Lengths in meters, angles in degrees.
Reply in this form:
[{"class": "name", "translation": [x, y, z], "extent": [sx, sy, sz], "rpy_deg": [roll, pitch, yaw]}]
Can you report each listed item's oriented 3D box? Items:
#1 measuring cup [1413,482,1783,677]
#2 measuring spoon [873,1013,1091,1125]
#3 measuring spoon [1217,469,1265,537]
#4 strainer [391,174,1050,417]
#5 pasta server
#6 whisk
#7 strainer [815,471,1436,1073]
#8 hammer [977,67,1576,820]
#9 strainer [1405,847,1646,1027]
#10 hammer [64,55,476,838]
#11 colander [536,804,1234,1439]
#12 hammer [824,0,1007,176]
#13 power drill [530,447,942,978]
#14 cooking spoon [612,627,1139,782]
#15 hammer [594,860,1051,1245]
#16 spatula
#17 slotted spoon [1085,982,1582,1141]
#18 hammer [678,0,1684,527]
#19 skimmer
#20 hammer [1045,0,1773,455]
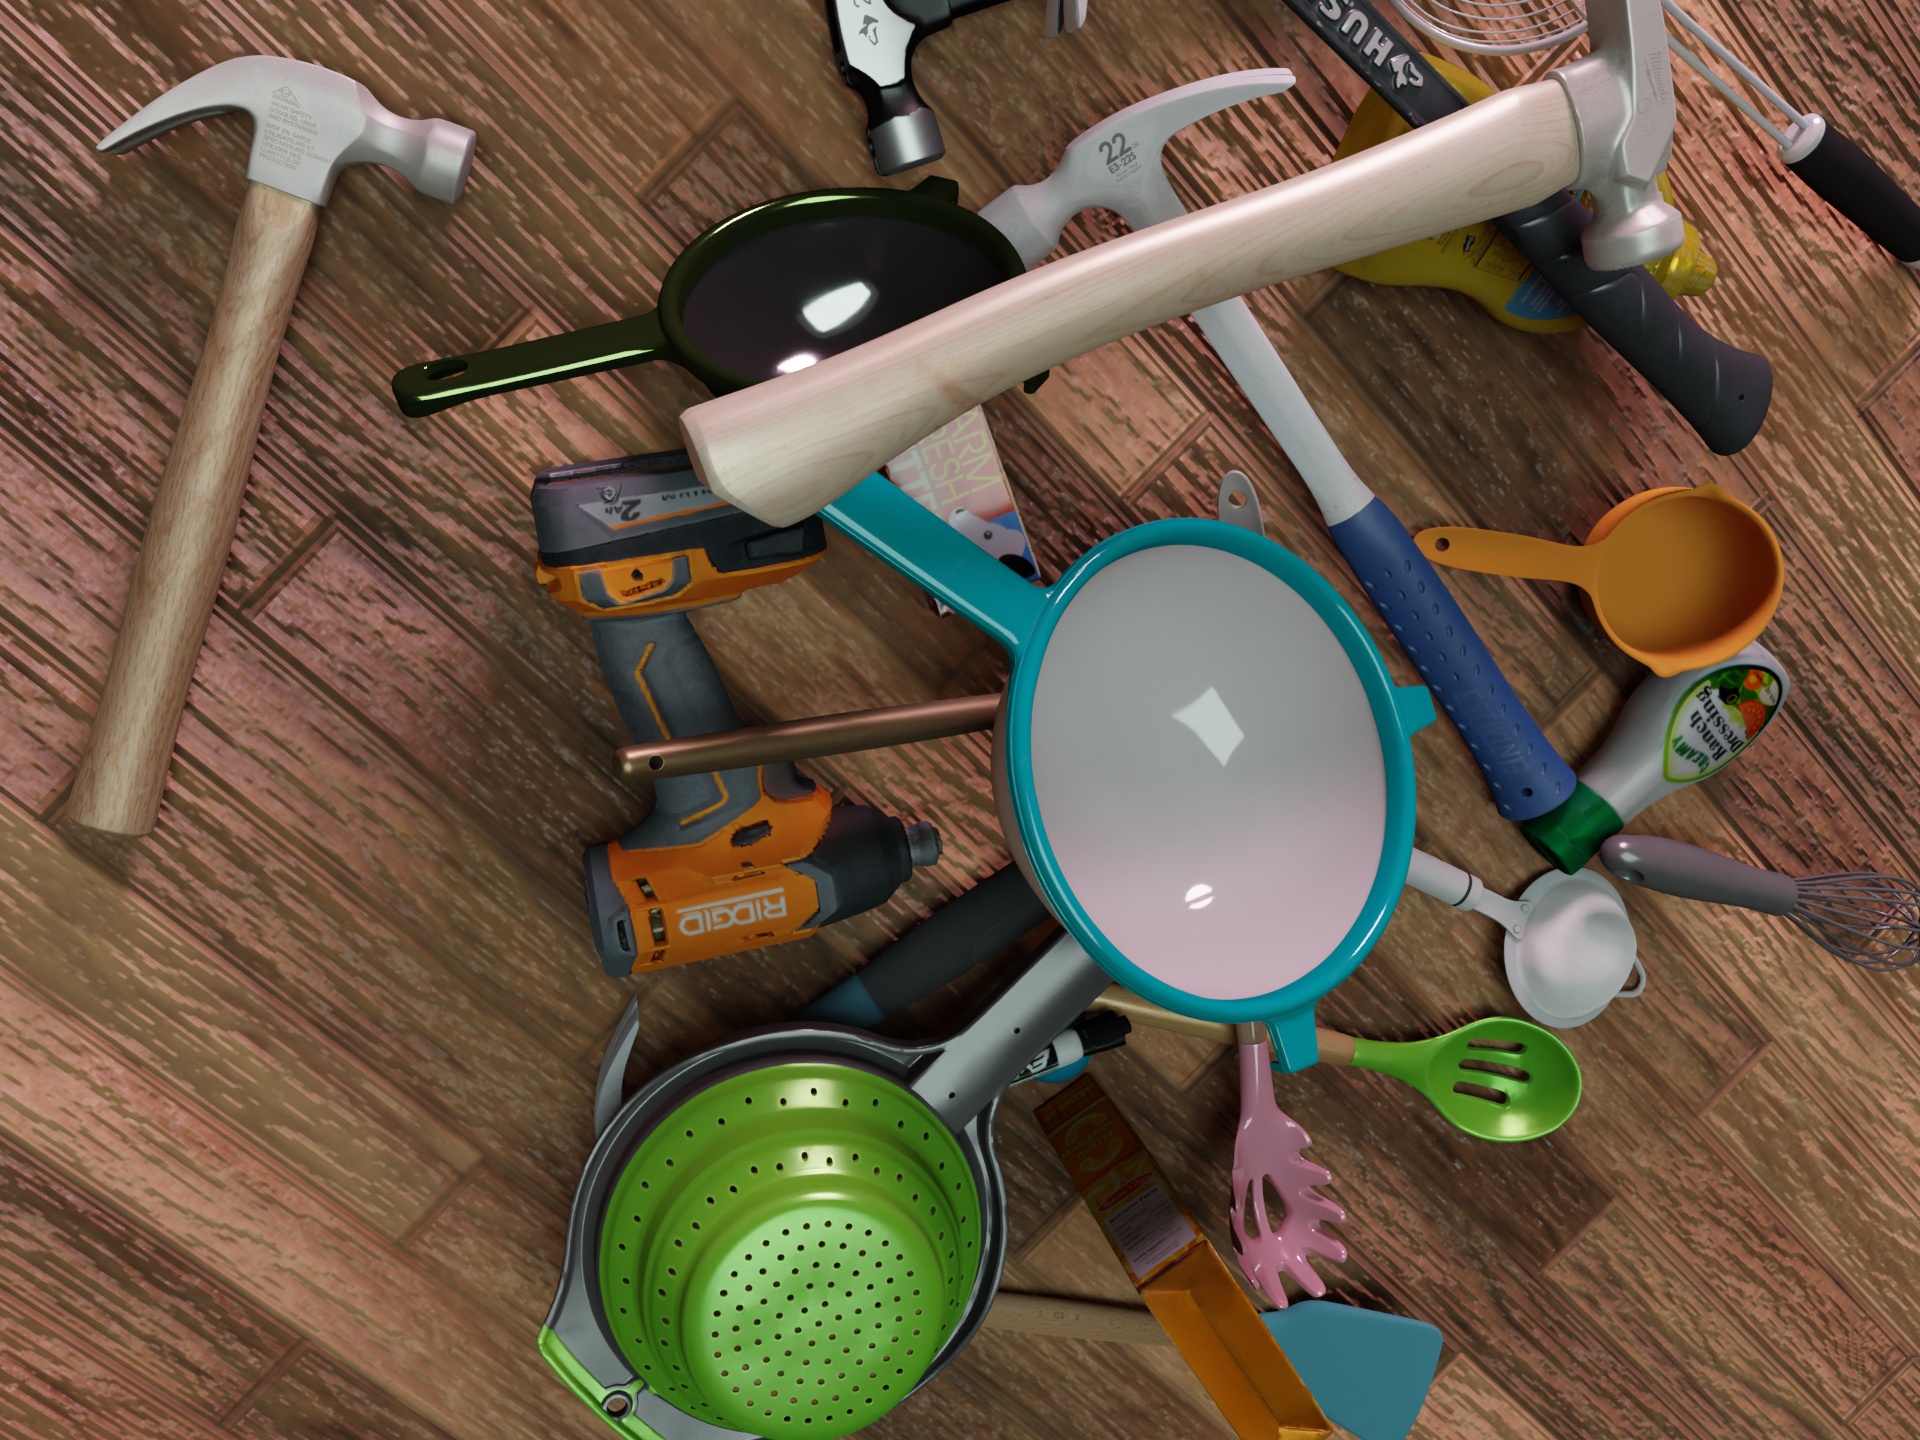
[{"class": "measuring cup", "translation": [0.312, -0.079, 0.794], "extent": [0.173, 0.052, 0.095], "rpy_deg": [10, 104, 8]}, {"class": "measuring spoon", "translation": [0.009, 0.182, 0.800], "extent": [0.128, 0.021, 0.042], "rpy_deg": [-21, 106, -8]}, {"class": "measuring spoon", "translation": [0.138, -0.065, 0.758], "extent": [0.034, 0.018, 0.124], "rpy_deg": [-4, 122, 16]}, {"class": "strainer", "translation": [-0.097, -0.142, 0.658], "extent": [0.256, 0.152, 0.069], "rpy_deg": [-14, 140, -8]}, {"class": "pasta server", "translation": [0.146, 0.134, 0.789], "extent": [0.060, 0.040, 0.316], "rpy_deg": [-10, 99, -20]}, {"class": "whisk", "translation": [0.430, 0.092, 0.842], "extent": [0.238, 0.055, 0.055], "rpy_deg": [14, 100, -22]}, {"class": "strainer", "translation": [0.040, -0.009, 0.673], "extent": [0.340, 0.095, 0.211], "rpy_deg": [34, 65, -18]}, {"class": "hammer", "translation": [0.182, -0.110, 0.745], "extent": [0.144, 0.035, 0.405], "rpy_deg": [-31, 113, 22]}, {"class": "strainer", "translation": [0.270, 0.094, 0.827], "extent": [0.258, 0.050, 0.087], "rpy_deg": [25, 81, -13]}, {"class": "hammer", "translation": [-0.314, -0.108, 0.660], "extent": [0.130, 0.031, 0.331], "rpy_deg": [18, 99, -16]}, {"class": "colander", "translation": [-0.010, 0.188, 0.708], "extent": [0.397, 0.094, 0.204], "rpy_deg": [-43, 103, -6]}, {"class": "hammer", "translation": [0.099, -0.356, 0.686], "extent": [0.335, 0.035, 0.146], "rpy_deg": [-19, 107, -7]}, {"class": "power drill", "translation": [-0.097, -0.005, 0.707], "extent": [0.164, 0.084, 0.226], "rpy_deg": [-10, 109, -12]}, {"class": "cooking spoon", "translation": [-0.001, -0.002, 0.705], "extent": [0.318, 0.017, 0.068], "rpy_deg": [-8, 103, -32]}, {"class": "hammer", "translation": [-0.031, 0.127, 0.774], "extent": [0.331, 0.033, 0.128], "rpy_deg": [-33, 108, -3]}, {"class": "spatula", "translation": [0.097, 0.327, 0.843], "extent": [0.317, 0.044, 0.082], "rpy_deg": [12, 106, -13]}, {"class": "slotted spoon", "translation": [0.180, 0.166, 0.831], "extent": [0.313, 0.031, 0.070], "rpy_deg": [14, 100, -13]}, {"class": "hammer", "translation": [0.088, -0.181, 0.592], "extent": [0.410, 0.038, 0.146], "rpy_deg": [-24, 111, -12]}, {"class": "skimmer", "translation": [0.336, -0.308, 0.727], "extent": [0.363, 0.090, 0.127], "rpy_deg": [19, 126, -32]}, {"class": "hammer", "translation": [0.208, -0.234, 0.657], "extent": [0.408, 0.036, 0.149], "rpy_deg": [32, 93, -25]}]
